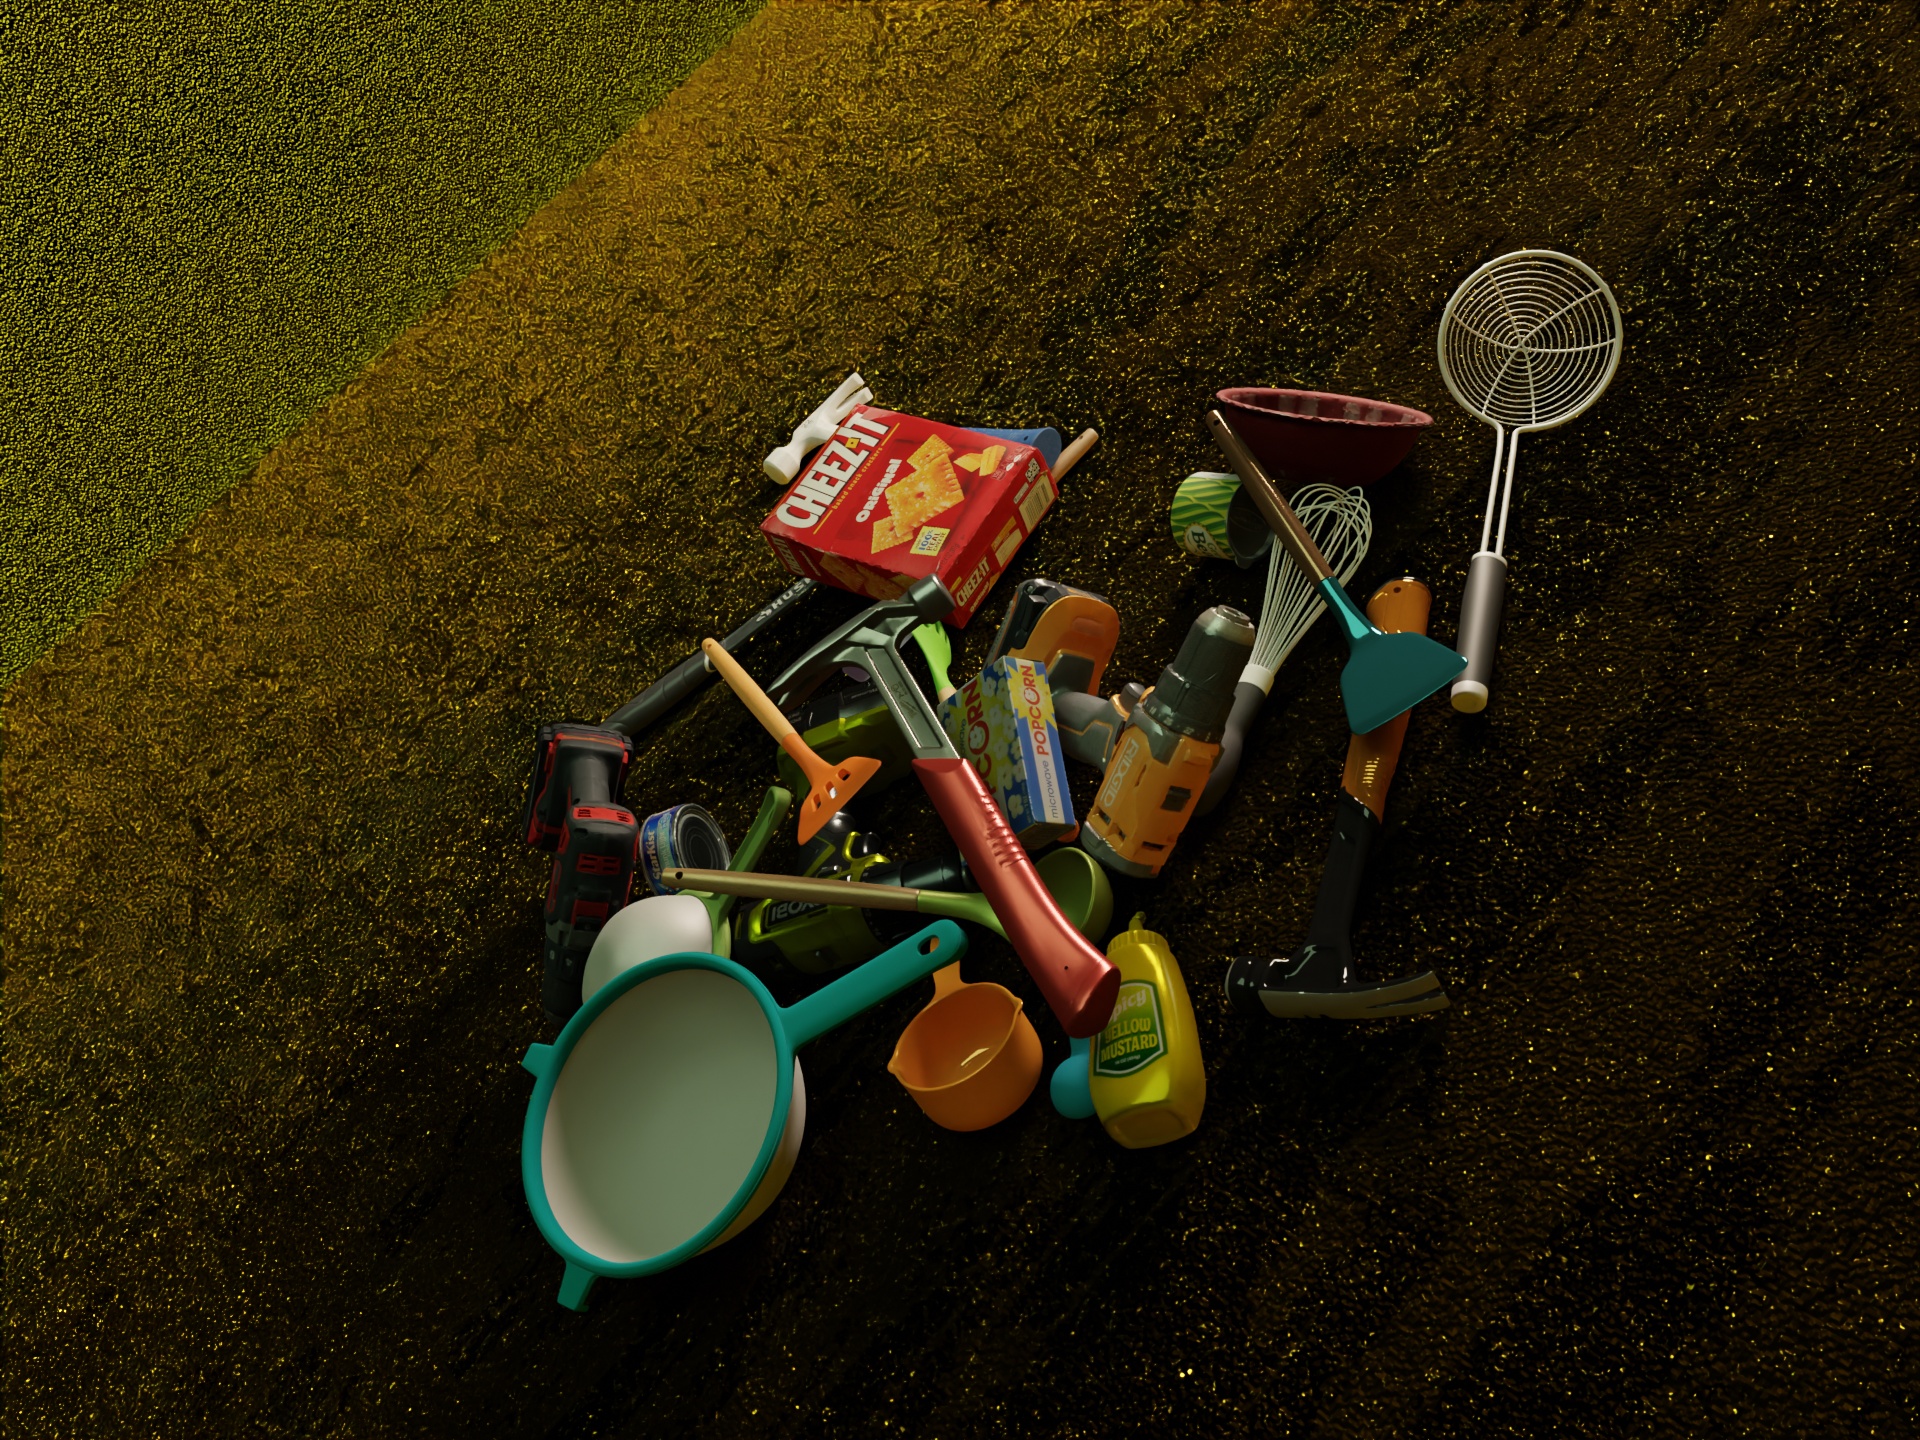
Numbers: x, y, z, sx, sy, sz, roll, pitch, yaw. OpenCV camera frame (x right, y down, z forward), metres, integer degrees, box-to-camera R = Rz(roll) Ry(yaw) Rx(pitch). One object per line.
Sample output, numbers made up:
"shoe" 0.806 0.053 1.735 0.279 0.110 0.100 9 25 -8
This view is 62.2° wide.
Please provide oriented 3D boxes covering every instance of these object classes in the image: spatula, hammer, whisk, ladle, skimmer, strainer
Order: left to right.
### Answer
"strainer" -0.208 0.146 1.150 0.256 0.069 0.152 -58 33 18
"hammer" -0.223 -0.074 1.513 0.409 0.036 0.149 -37 35 1
"strainer" -0.126 0.235 1.043 0.340 0.095 0.211 -31 50 10
"spatula" -0.145 0.000 1.231 0.081 0.041 0.323 -45 40 -1
"ladle" -0.055 0.114 1.067 0.320 0.062 0.078 4 64 14
"hammer" -0.043 -0.281 1.572 0.406 0.035 0.144 16 61 51
"hammer" -0.005 0.059 1.030 0.149 0.036 0.359 -35 52 6
"spatula" 0.011 -0.151 1.419 0.316 0.018 0.060 -45 37 -9
"whisk" 0.219 -0.053 1.117 0.070 0.070 0.285 8 61 44
"spatula" 0.236 -0.117 1.087 0.082 0.044 0.318 -34 52 13
"hammer" 0.262 0.036 0.999 0.127 0.034 0.337 -7 46 35
"skimmer" 0.374 -0.171 1.083 0.127 0.090 0.363 14 57 10

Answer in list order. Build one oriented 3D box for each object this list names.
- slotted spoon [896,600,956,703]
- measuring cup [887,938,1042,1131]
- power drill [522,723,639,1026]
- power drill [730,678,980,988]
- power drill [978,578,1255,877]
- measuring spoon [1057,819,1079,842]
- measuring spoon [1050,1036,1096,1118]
"slotted spoon" -0.002 -0.004 1.240 0.031 0.070 0.314 -39 40 14
"measuring cup" 0.005 0.195 1.031 0.095 0.052 0.174 -28 24 8
"power drill" -0.313 0.120 1.303 0.227 0.080 0.187 -122 44 -61
"power drill" -0.071 0.080 1.191 0.190 0.080 0.229 -21 42 23
"power drill" 0.107 -0.024 1.098 0.226 0.084 0.185 49 121 53
"measuring spoon" 0.046 0.072 1.160 0.117 0.011 0.021 14 62 50
"measuring spoon" 0.072 0.189 0.999 0.042 0.021 0.129 -21 39 21
